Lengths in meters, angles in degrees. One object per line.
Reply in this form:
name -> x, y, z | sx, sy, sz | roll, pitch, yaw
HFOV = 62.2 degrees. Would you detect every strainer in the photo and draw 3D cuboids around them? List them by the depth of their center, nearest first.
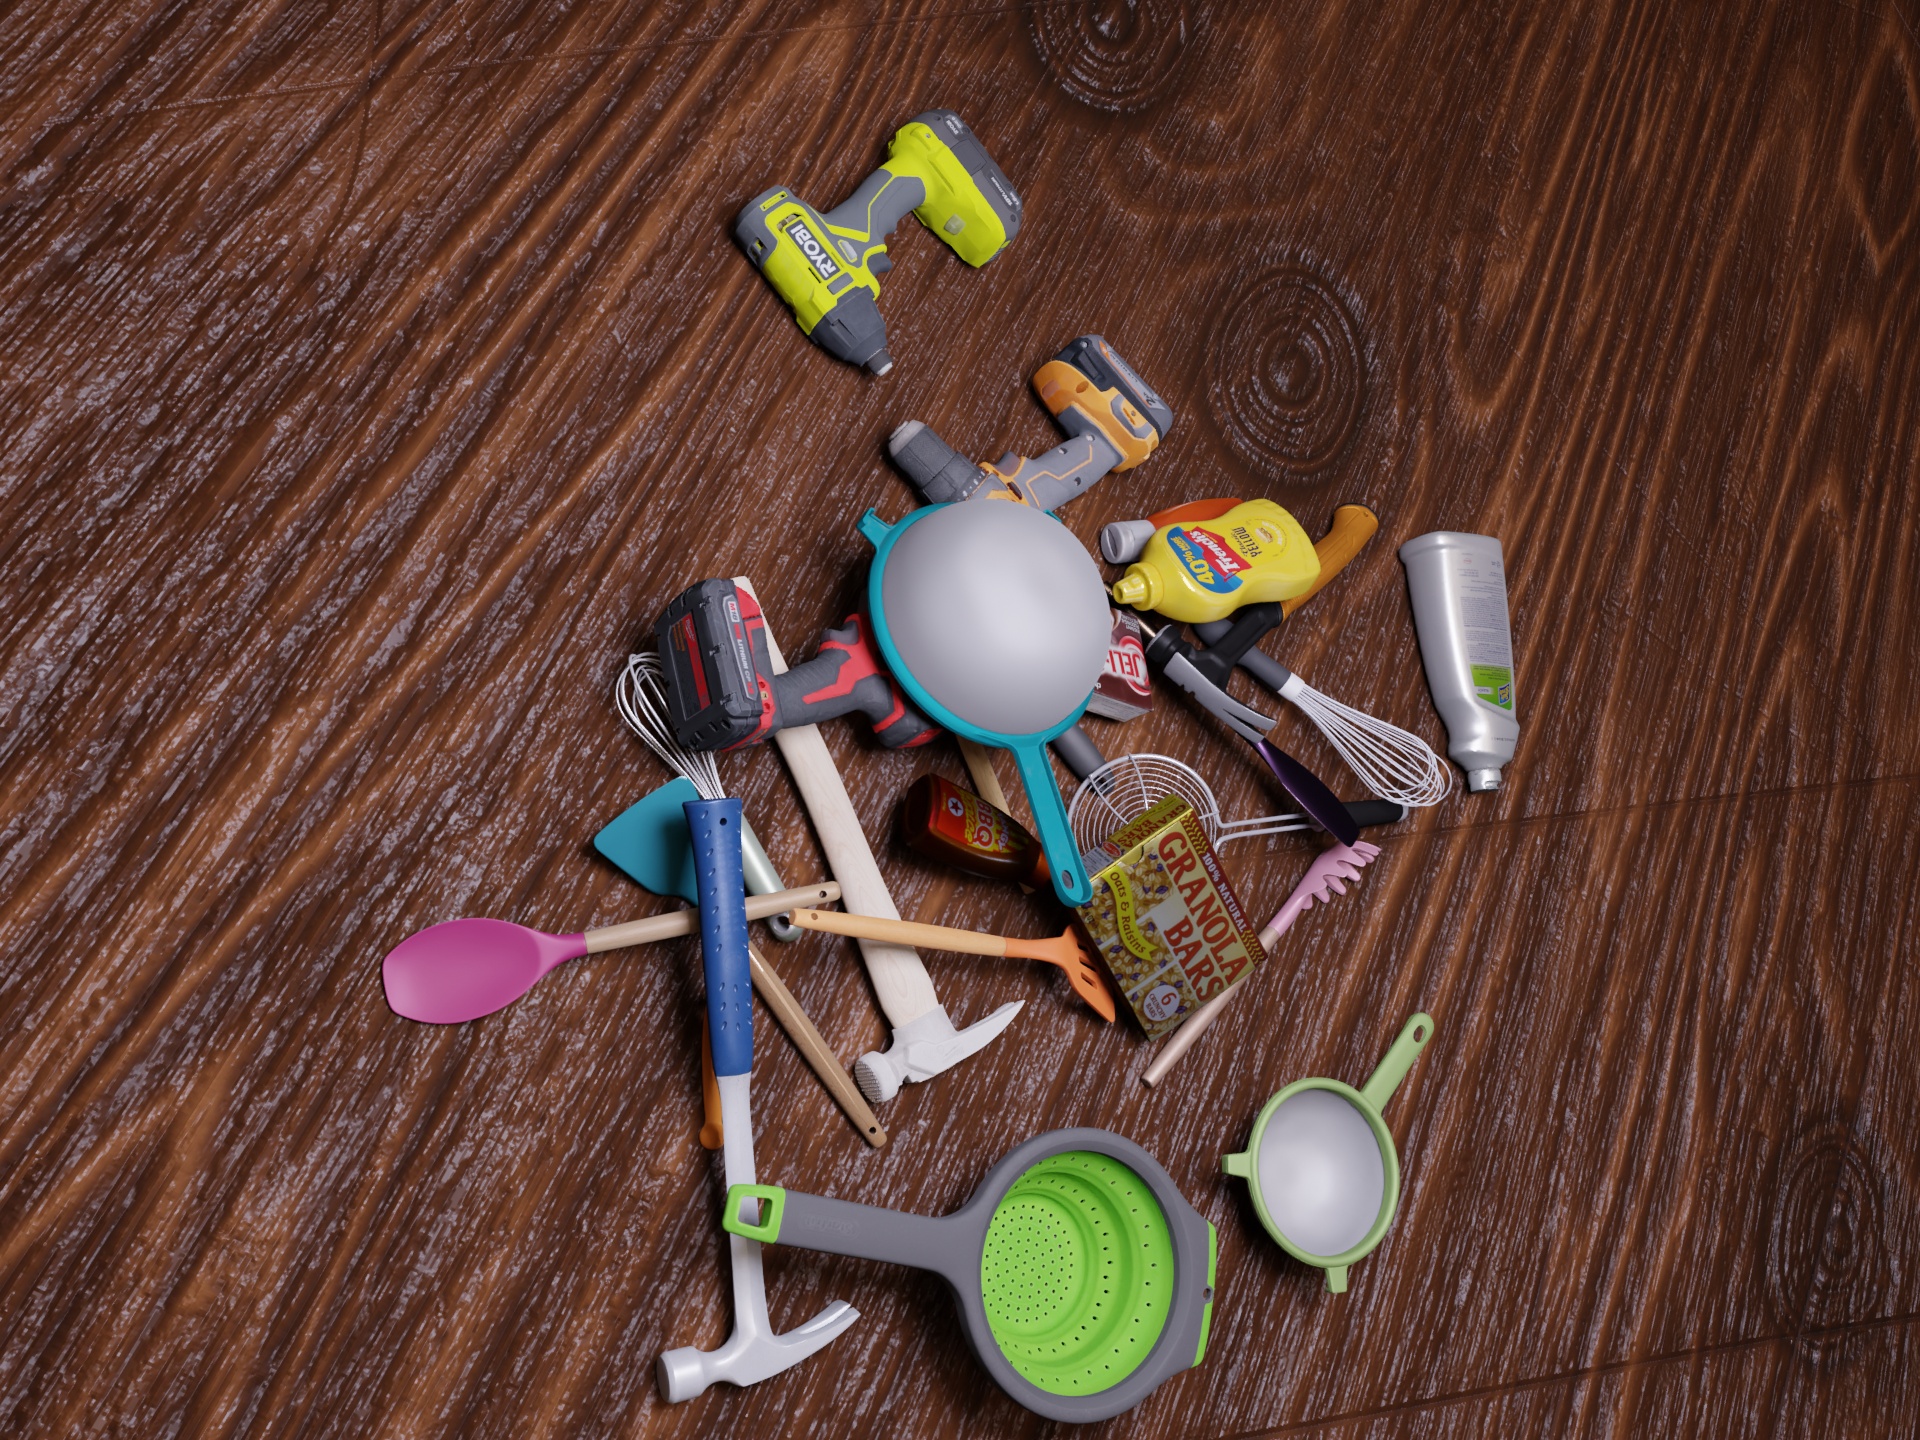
strainer -> 0.059, -0.033, 1.200 | 0.211, 0.095, 0.341 | -4, 69, -35
strainer -> 0.321, 0.346, 1.359 | 0.151, 0.069, 0.256 | 49, 60, -6

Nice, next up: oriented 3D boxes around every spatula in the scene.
spatula -> -0.147, 0.189, 1.171 | 0.082, 0.044, 0.317 | -36, 96, -13
spatula -> 0.006, 0.174, 1.220 | 0.322, 0.041, 0.081 | 14, 58, -33
spatula -> 0.236, -0.009, 1.402 | 0.316, 0.018, 0.060 | 45, 33, 4

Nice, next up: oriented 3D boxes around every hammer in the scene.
hammer -> -0.153, 0.257, 1.113 | 0.144, 0.035, 0.405 | -4, 90, -29
hammer -> -0.089, 0.077, 1.235 | 0.146, 0.038, 0.410 | -23, 88, -32
hammer -> 0.305, -0.109, 1.457 | 0.127, 0.034, 0.337 | 41, 51, 10

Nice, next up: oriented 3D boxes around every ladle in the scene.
ladle -> -0.002, -0.004, 1.298 | 0.031, 0.069, 0.315 | -29, 97, -58

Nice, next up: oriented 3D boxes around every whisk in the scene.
whisk -> -0.184, 0.058, 1.189 | 0.058, 0.059, 0.246 | -28, 95, 6
whisk -> 0.053, -0.027, 1.334 | 0.239, 0.055, 0.055 | 50, 60, -13
whisk -> 0.327, -0.011, 1.454 | 0.284, 0.070, 0.070 | 36, 63, -2

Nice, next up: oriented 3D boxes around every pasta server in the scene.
pasta server -> 0.262, 0.207, 1.383 | 0.040, 0.060, 0.316 | 39, 62, 16

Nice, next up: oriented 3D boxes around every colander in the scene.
colander -> 0.000, 0.387, 1.162 | 0.396, 0.094, 0.205 | 19, 69, -24

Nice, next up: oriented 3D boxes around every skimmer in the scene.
skimmer -> 0.256, 0.087, 1.413 | 0.363, 0.090, 0.127 | -3, 97, -39

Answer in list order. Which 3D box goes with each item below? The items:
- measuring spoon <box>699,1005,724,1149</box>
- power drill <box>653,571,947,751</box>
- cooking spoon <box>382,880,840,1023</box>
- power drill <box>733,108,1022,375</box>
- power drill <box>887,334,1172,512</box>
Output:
measuring spoon -> -0.176, 0.251, 1.147 | 0.021, 0.011, 0.117 | 4, 85, -22
power drill -> -0.111, -0.048, 1.197 | 0.219, 0.078, 0.143 | -2, 73, -41
cooking spoon -> -0.238, 0.152, 1.119 | 0.319, 0.017, 0.069 | -10, 87, -18
power drill -> -0.060, -0.408, 1.358 | 0.223, 0.080, 0.171 | -42, 97, -26
power drill -> 0.058, -0.235, 1.373 | 0.185, 0.084, 0.226 | 44, 66, -9
